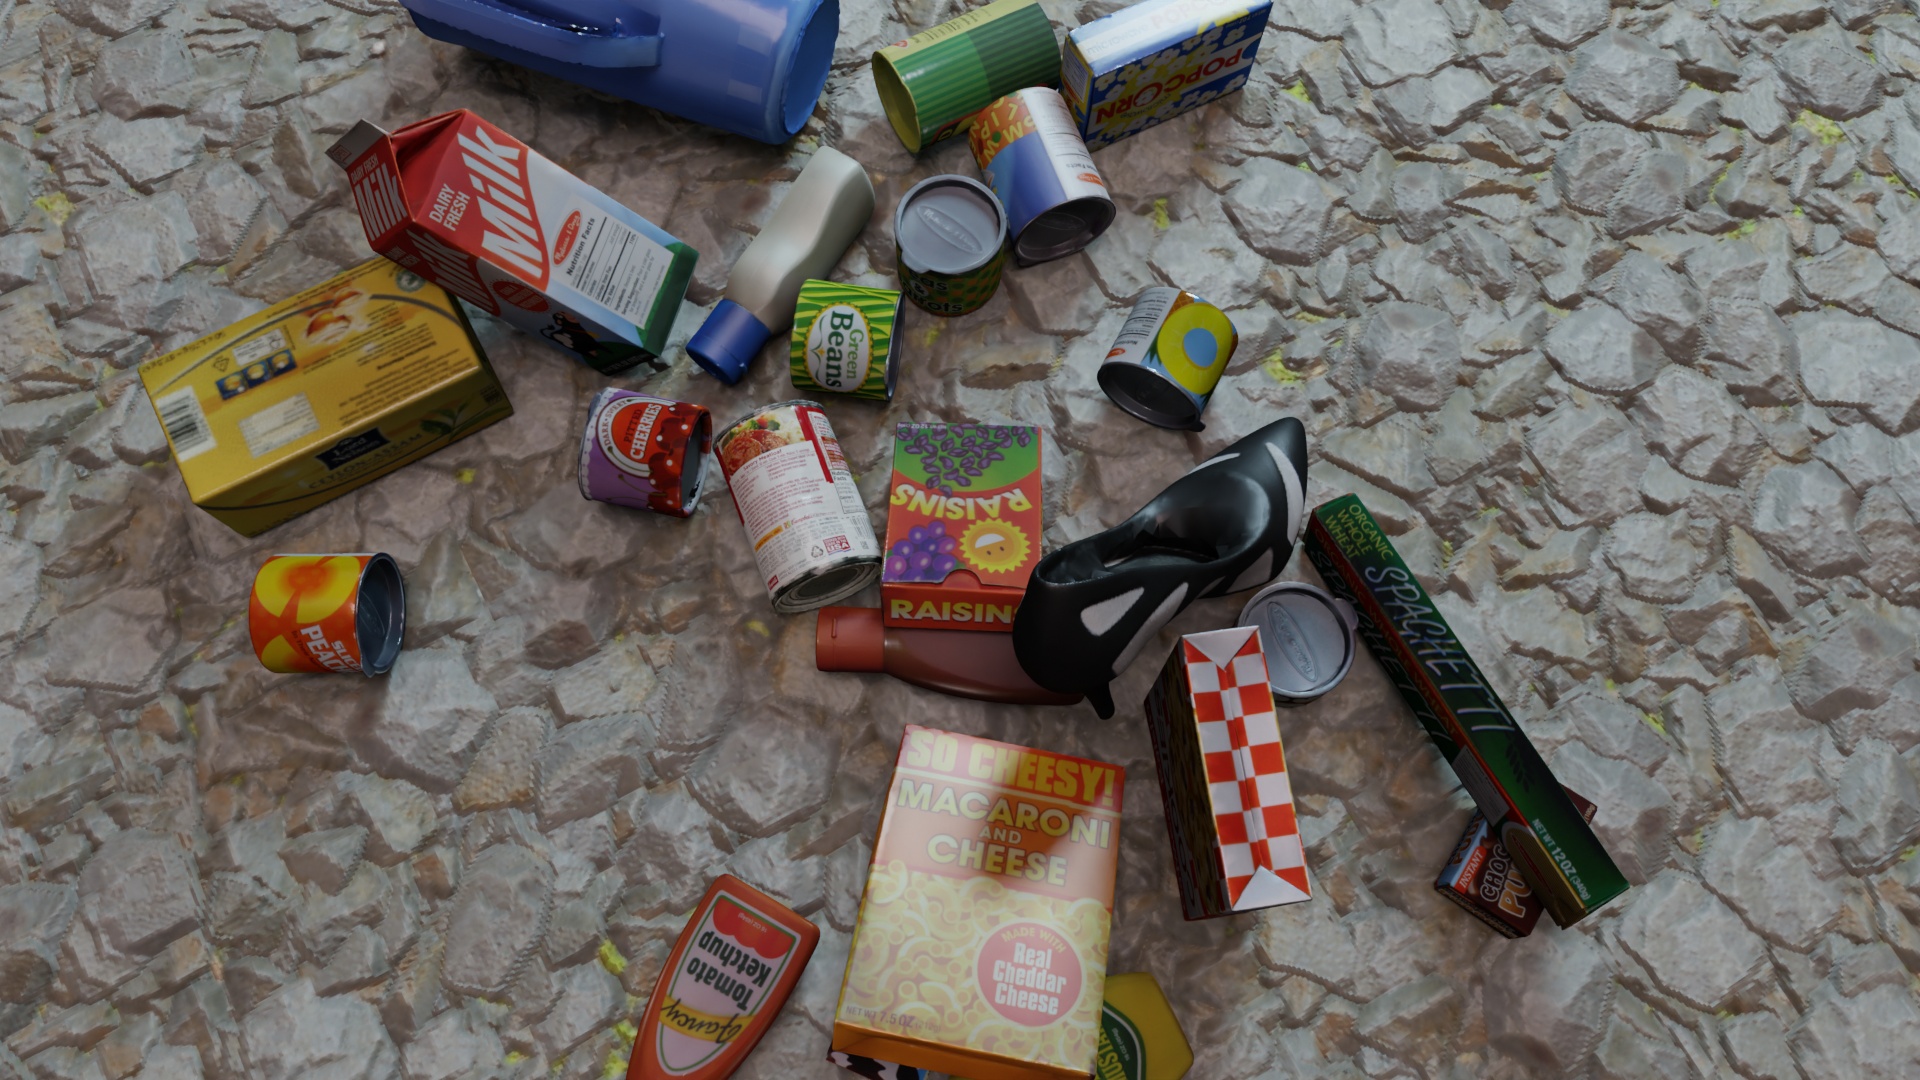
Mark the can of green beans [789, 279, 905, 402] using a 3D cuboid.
[{"bbox_3d":[-0.065,-0.117,0.814,0.058,0.071,0.071,8,72,1],"label":"can of green beans"}]

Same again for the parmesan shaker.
[{"bbox_3d":[0.005,-0.294,0.871,0.103,0.071,0.071,-26,75,-10],"label":"parmesan shaker"}]

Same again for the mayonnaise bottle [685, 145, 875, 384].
[{"bbox_3d":[-0.107,-0.162,0.832,0.041,0.064,0.148,32,78,12],"label":"mayonnaise bottle"}]

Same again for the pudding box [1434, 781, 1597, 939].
[{"bbox_3d":[0.299,0.165,0.749,0.050,0.030,0.084,33,74,10],"label":"pudding box"}]

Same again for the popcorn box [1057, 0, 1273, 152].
[{"bbox_3d":[0.124,-0.300,0.868,0.127,0.085,0.038,-25,74,-9],"label":"popcorn box"}]

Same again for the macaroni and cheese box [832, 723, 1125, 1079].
[{"bbox_3d":[0.013,0.182,0.700,0.124,0.040,0.167,11,49,1],"label":"macaroni and cheese box"}]

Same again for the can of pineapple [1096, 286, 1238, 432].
[{"bbox_3d":[0.123,-0.106,0.816,0.071,0.070,0.058,27,74,7],"label":"can of pineapple"}]

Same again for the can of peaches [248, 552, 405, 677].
[{"bbox_3d":[-0.343,0.041,0.754,0.058,0.071,0.071,0,72,-1],"label":"can of peaches"}]

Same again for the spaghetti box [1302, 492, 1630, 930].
[{"bbox_3d":[0.262,0.085,0.742,0.029,0.050,0.251,-26,64,-5],"label":"spaghetti box"}]

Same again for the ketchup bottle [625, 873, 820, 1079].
[{"bbox_3d":[-0.134,0.249,0.705,0.065,0.043,0.149,29,74,7],"label":"ketchup bottle"}]

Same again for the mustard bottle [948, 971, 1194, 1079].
[{"bbox_3d":[0.037,0.276,0.696,0.160,0.048,0.065,-25,69,-9],"label":"mustard bottle"}]

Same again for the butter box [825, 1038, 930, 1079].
[{"bbox_3d":[-0.026,0.230,0.723,0.053,0.024,0.104,22,73,5],"label":"butter box"}]

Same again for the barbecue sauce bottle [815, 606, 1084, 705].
[{"bbox_3d":[-0.005,0.057,0.770,0.149,0.043,0.065,2,66,0],"label":"barbecue sauce bottle"}]

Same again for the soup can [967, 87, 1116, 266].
[{"bbox_3d":[0.047,-0.223,0.853,0.071,0.071,0.084,-19,73,-7],"label":"soup can"}]

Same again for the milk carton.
[{"bbox_3d":[-0.251,-0.171,0.771,0.190,0.072,0.073,29,69,-34],"label":"milk carton"}]

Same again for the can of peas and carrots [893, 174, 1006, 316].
[{"bbox_3d":[-0.008,-0.175,0.838,0.071,0.058,0.071,0,73,-1],"label":"can of peas and carrots"}]

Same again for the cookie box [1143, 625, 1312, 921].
[{"bbox_3d":[0.128,0.122,0.688,0.040,0.167,0.123,-8,73,-1],"label":"cookie box"}]

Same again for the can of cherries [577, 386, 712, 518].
[{"bbox_3d":[-0.177,-0.050,0.786,0.058,0.071,0.071,12,72,2],"label":"can of cherries"}]

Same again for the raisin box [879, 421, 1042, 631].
[{"bbox_3d":[0.003,-0.010,0.771,0.086,0.039,0.124,3,50,0],"label":"raisin box"}]

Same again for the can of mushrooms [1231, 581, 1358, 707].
[{"bbox_3d":[0.187,0.058,0.780,0.071,0.033,0.071,0,71,-1],"label":"can of mushrooms"}]
